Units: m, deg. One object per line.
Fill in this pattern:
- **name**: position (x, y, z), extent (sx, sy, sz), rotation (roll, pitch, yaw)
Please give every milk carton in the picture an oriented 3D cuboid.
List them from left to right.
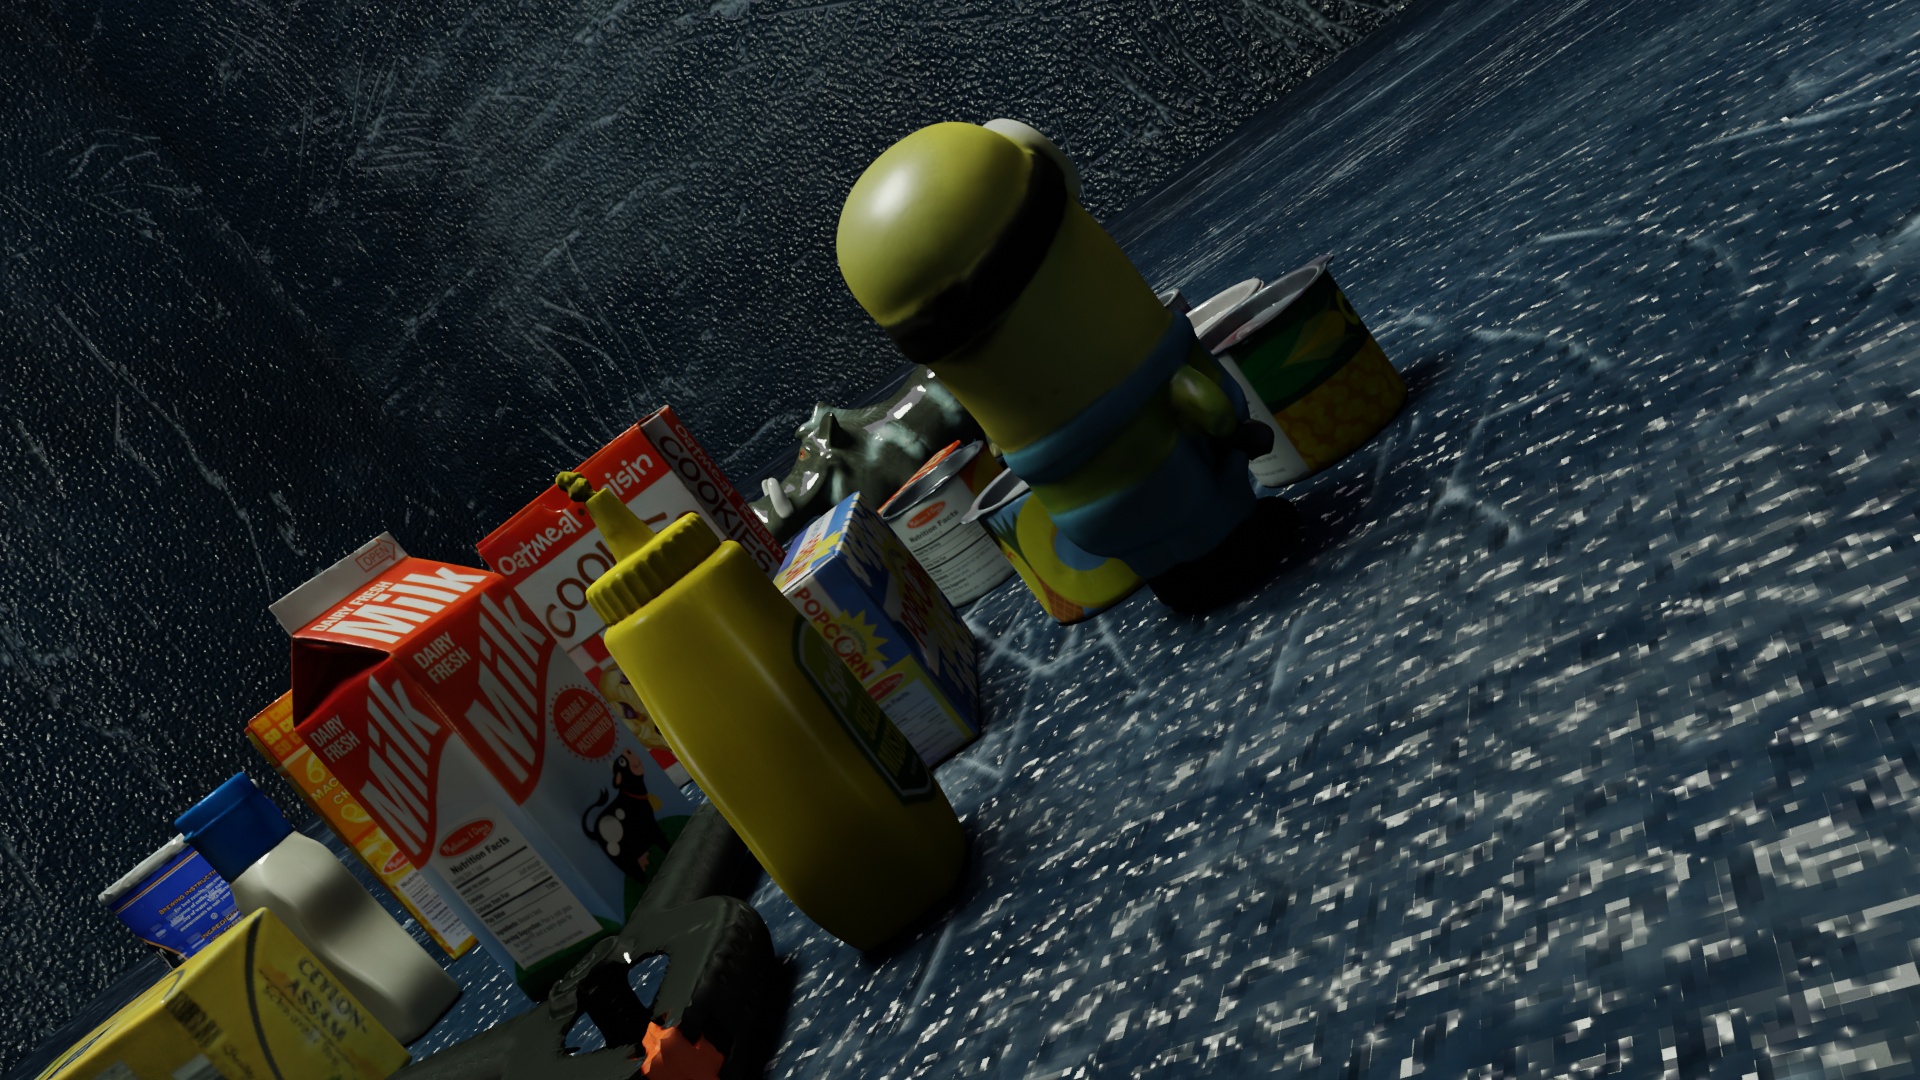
- **milk carton**: position (-0.194, 0.085, 0.568), extent (0.073, 0.190, 0.073), rotation (-32, 11, 28)

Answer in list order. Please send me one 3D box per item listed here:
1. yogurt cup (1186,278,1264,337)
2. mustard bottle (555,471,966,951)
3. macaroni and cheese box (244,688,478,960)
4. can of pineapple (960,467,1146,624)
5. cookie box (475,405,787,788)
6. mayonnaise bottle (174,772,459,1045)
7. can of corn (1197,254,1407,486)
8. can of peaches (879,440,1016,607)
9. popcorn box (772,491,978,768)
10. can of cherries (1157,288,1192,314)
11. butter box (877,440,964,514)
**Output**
- **yogurt cup**: position (0.118, -0.075, 0.614), extent (0.072, 0.054, 0.072), rotation (-36, 10, 8)
- **mustard bottle**: position (-0.061, 0.042, 0.399), extent (0.049, 0.160, 0.065), rotation (-36, 10, 6)
- **macaroni and cheese box**: position (-0.332, 0.156, 0.784), extent (0.040, 0.166, 0.123), rotation (-42, 11, -26)
- **can of pineapple**: position (0.045, -0.008, 0.550), extent (0.071, 0.058, 0.071), rotation (-36, 10, 8)
- **cookie box**: position (-0.151, 0.032, 0.723), extent (0.122, 0.167, 0.040), rotation (-33, 11, 21)
- **mayonnaise bottle**: position (-0.307, 0.177, 0.660), extent (0.064, 0.148, 0.041), rotation (-29, 13, 40)
- **can of corn**: position (0.126, -0.063, 0.523), extent (0.071, 0.058, 0.071), rotation (-36, 10, 8)
- **can of peaches**: position (0.002, -0.009, 0.697), extent (0.071, 0.058, 0.071), rotation (-36, 10, 8)
- **popcorn box**: position (-0.033, 0.034, 0.551), extent (0.038, 0.085, 0.127), rotation (-36, 10, 7)
- **can of cherries**: position (0.099, -0.084, 0.707), extent (0.071, 0.058, 0.071), rotation (-36, 10, 8)
- **butter box**: position (-0.018, -0.007, 0.770), extent (0.024, 0.053, 0.104), rotation (-26, 15, 47)
